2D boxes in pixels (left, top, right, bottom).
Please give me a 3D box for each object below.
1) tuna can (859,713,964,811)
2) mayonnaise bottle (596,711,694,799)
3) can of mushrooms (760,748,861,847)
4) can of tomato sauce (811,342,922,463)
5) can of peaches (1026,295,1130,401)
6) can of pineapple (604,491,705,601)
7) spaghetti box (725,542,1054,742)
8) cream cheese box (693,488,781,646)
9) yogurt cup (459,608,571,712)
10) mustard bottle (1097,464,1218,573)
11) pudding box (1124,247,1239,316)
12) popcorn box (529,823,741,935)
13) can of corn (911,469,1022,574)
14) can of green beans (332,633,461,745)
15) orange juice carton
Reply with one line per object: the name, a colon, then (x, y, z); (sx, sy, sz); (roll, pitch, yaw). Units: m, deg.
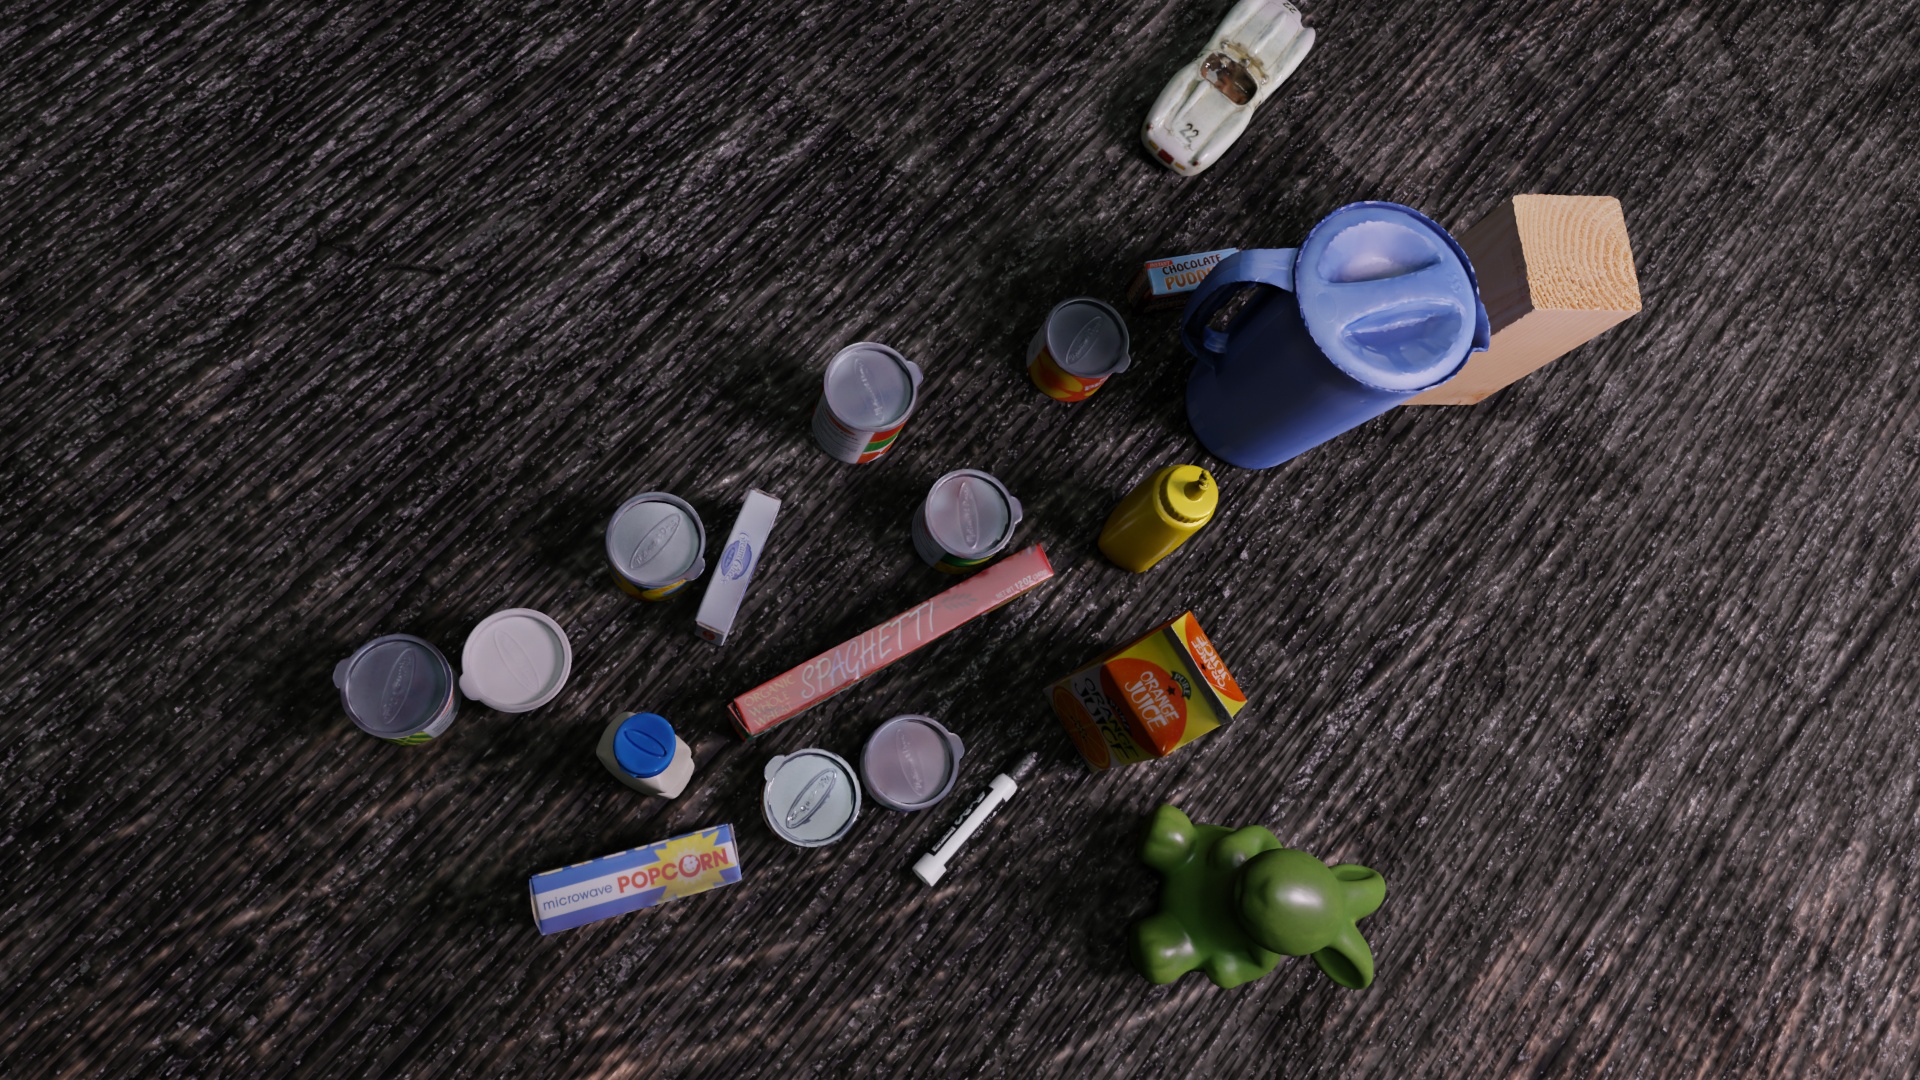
tuna can: (-0.034, 0.155, 0.974); (0.071, 0.032, 0.071); (3, 76, -12)
mayonnaise bottle: (-0.200, 0.135, 0.880); (0.065, 0.147, 0.041); (31, 72, -4)
can of mushrooms: (-0.105, 0.175, 0.952); (0.071, 0.033, 0.071); (3, 76, -12)
can of tomato sauce: (-0.069, -0.099, 1.003); (0.071, 0.083, 0.071); (3, 76, -12)
can of peaches: (0.090, -0.144, 1.065); (0.071, 0.058, 0.071); (3, 76, -12)
can of pineapple: (-0.210, 0.007, 0.957); (0.071, 0.057, 0.071); (3, 76, -12)
spaghetti box: (-0.049, 0.071, 0.983); (0.251, 0.050, 0.029); (-27, 84, -18)
cream cheese box: (-0.157, 0.019, 0.969); (0.024, 0.053, 0.104); (23, 72, -7)
yogurt cup: (-0.292, 0.083, 0.921); (0.072, 0.053, 0.072); (3, 76, -12)
mustard bottle: (0.147, -0.021, 0.993); (0.049, 0.159, 0.065); (36, 72, -3)
pudding box: (0.179, -0.206, 1.105); (0.084, 0.049, 0.030); (-11, 79, -15)
popcorn box: (-0.208, 0.216, 0.891); (0.127, 0.085, 0.038); (-13, 80, -16)
can of corn: (0.004, -0.013, 1.011); (0.071, 0.058, 0.071); (3, 76, -12)
can of green beans: (-0.361, 0.097, 0.899); (0.071, 0.057, 0.071); (3, 76, -12)
orange juice carton: (0.127, 0.103, 0.941); (0.073, 0.192, 0.072); (-30, 85, -18)
